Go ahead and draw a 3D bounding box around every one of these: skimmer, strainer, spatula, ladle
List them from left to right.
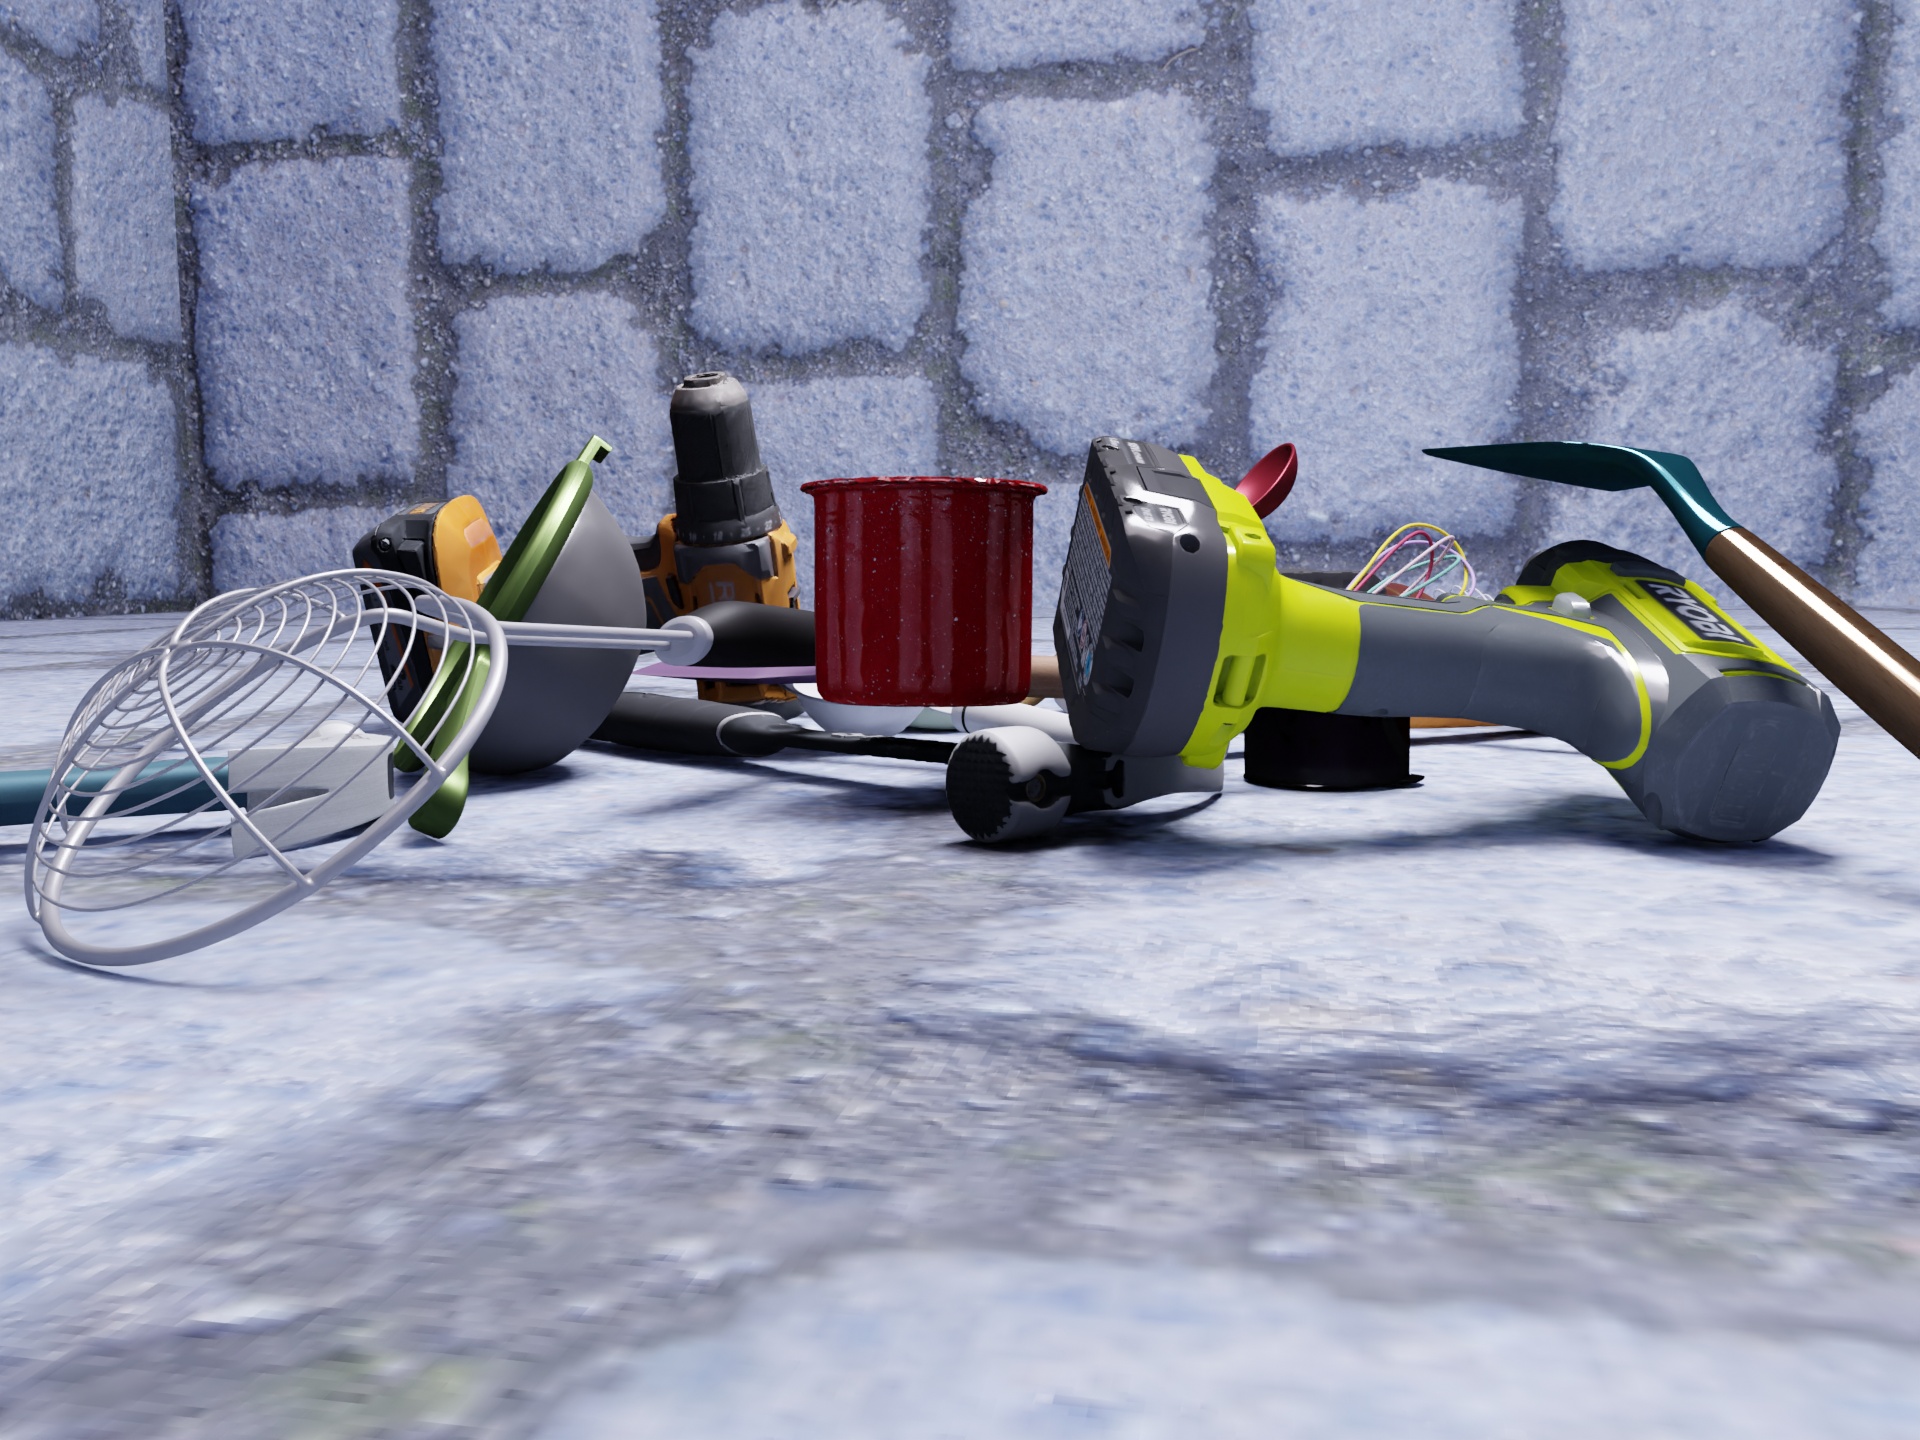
[{"bbox_3d":[-0.168,-0.010,0.633,0.069,0.151,0.257,31,16,-20],"label":"strainer"},{"bbox_3d":[-0.121,0.003,0.517,0.127,0.090,0.363,-9,-1,23],"label":"skimmer"},{"bbox_3d":[-0.015,-0.022,0.695,0.316,0.018,0.060,3,15,33],"label":"spatula"},{"bbox_3d":[-0.001,-0.002,0.724,0.087,0.050,0.259,-17,21,-39],"label":"strainer"},{"bbox_3d":[0.124,-0.088,0.979,0.315,0.031,0.069,-41,3,-36],"label":"ladle"},{"bbox_3d":[0.237,-0.029,0.470,0.082,0.044,0.318,9,31,-15],"label":"spatula"}]

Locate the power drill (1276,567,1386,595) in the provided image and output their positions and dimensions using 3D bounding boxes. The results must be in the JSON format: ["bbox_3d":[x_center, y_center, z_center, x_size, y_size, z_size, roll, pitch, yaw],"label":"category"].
[{"bbox_3d":[0.195,-0.059,1.084,0.190,0.080,0.228,-3,3,-14],"label":"power drill"}]

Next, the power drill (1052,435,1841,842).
[{"bbox_3d":[0.150,-0.033,0.539,0.223,0.080,0.171,8,25,-6],"label":"power drill"}]

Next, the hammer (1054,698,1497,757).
[{"bbox_3d":[0.212,-0.007,0.771,0.336,0.034,0.127,-3,7,-24],"label":"hammer"}]

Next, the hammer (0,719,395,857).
[{"bbox_3d":[-0.347,0.028,0.491,0.331,0.033,0.128,-4,6,-28],"label":"hammer"}]

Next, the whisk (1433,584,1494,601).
[{"bbox_3d":[0.359,-0.042,1.033,0.070,0.070,0.285,-1,11,-1],"label":"whisk"}]

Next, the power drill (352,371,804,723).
[{"bbox_3d":[-0.198,-0.084,0.845,0.226,0.185,0.084,-3,22,8],"label":"power drill"}]

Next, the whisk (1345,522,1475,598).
[{"bbox_3d":[0.200,-0.052,0.863,0.245,0.047,0.051,-29,24,-34],"label":"whisk"}]

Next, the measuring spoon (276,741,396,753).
[{"bbox_3d":[-0.264,0.014,0.688,0.034,0.018,0.124,0,5,7],"label":"measuring spoon"}]

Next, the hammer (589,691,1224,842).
[{"bbox_3d":[-0.072,0.005,0.678,0.149,0.036,0.409,-5,7,-44],"label":"hammer"}]

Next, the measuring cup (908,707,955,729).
[{"bbox_3d":[-0.046,-0.024,0.883,0.168,0.038,0.083,11,13,43],"label":"measuring cup"}]
